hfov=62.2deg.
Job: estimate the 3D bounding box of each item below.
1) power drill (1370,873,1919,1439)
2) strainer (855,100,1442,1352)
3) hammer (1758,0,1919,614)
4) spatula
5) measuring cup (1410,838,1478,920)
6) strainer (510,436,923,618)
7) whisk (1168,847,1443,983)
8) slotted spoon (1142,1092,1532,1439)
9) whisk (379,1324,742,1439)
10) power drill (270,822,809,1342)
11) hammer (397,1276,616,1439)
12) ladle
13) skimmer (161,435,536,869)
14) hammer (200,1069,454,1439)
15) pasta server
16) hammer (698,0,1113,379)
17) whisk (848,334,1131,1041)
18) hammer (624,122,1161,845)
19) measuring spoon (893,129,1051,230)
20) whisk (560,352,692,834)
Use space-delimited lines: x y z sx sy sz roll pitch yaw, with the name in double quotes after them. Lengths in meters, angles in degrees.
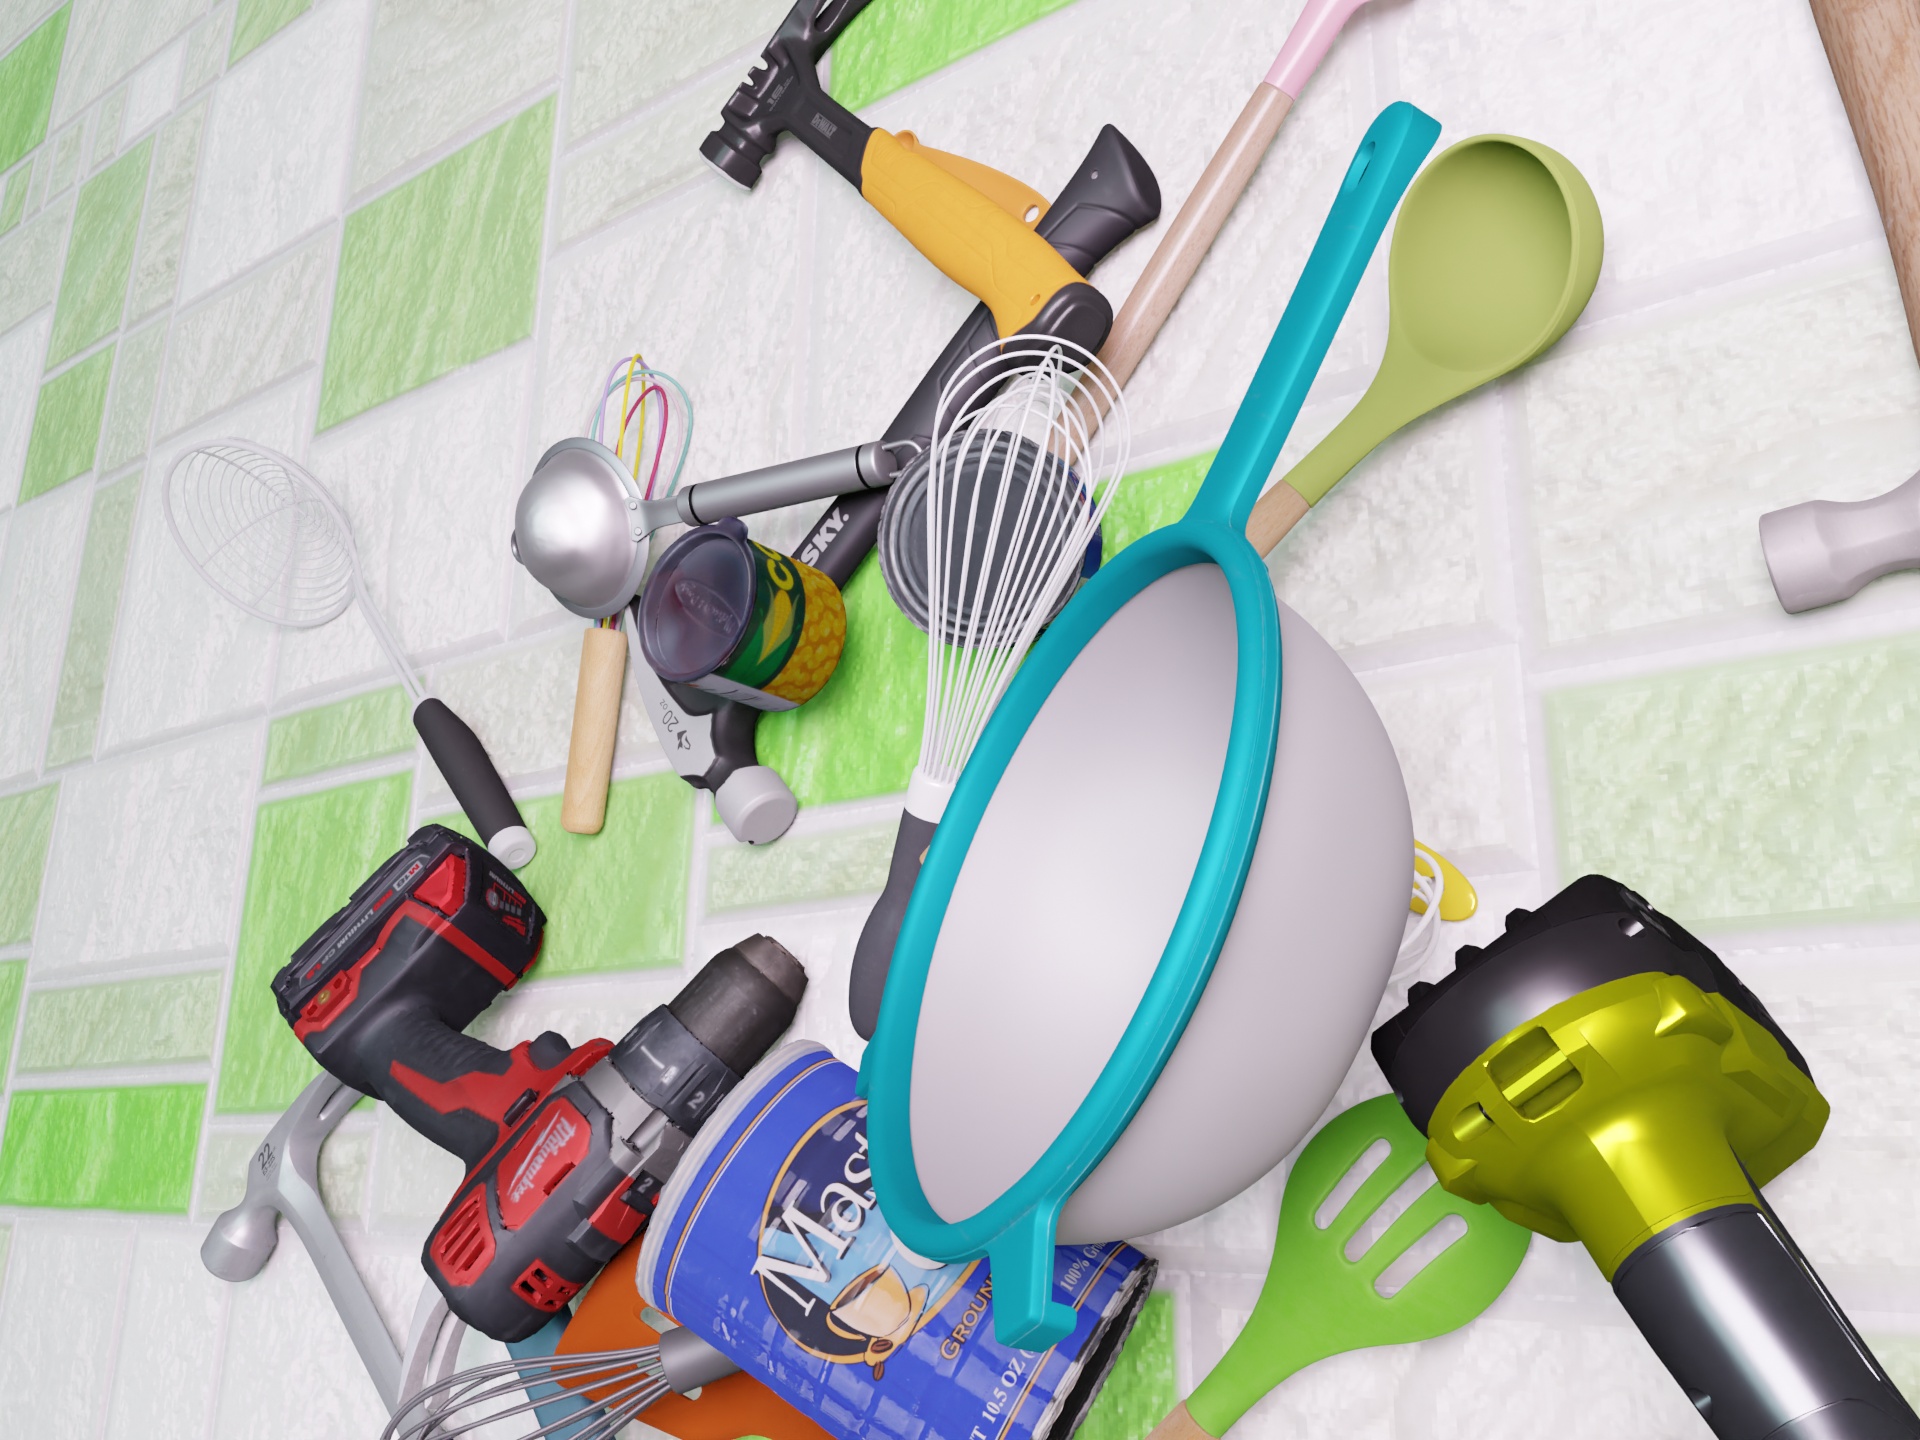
0.201 0.159 0.355 0.080 0.190 0.229 -43 40 20 "power drill"
0.086 -0.001 0.449 0.340 0.095 0.211 -65 15 -1 "strainer"
0.284 -0.201 0.480 0.130 0.031 0.331 -16 67 34 "hammer"
-0.022 0.282 0.565 0.323 0.041 0.081 20 67 38 "spatula"
0.107 0.026 0.550 0.157 0.029 0.062 32 97 39 "measuring cup"
-0.126 -0.097 0.716 0.258 0.050 0.087 -7 97 30 "strainer"
0.057 0.094 0.554 0.246 0.057 0.059 -27 24 36 "whisk"
0.061 0.239 0.499 0.314 0.031 0.070 -51 57 7 "slotted spoon"
-0.105 0.241 0.590 0.239 0.055 0.055 -22 60 1 "whisk"
-0.185 0.132 0.699 0.188 0.080 0.227 -47 47 -12 "power drill"
-0.128 0.333 0.625 0.128 0.033 0.331 -35 59 1 "hammer"
0.092 -0.064 0.547 0.320 0.062 0.078 -46 50 8 "ladle"
-0.349 -0.034 0.889 0.364 0.090 0.127 47 139 35 "skimmer"
-0.246 0.325 0.731 0.406 0.035 0.144 39 102 39 "hammer"
0.113 -0.219 0.626 0.060 0.040 0.316 43 108 38 "pasta server"
-0.022 -0.243 0.700 0.127 0.034 0.337 -51 43 15 "hammer"
0.000 -0.002 0.594 0.070 0.070 0.284 31 114 40 "whisk"
-0.031 -0.114 0.699 0.334 0.035 0.146 -51 53 14 "hammer"
0.005 -0.246 0.730 0.117 0.011 0.021 38 101 35 "measuring spoon"
-0.172 -0.065 0.797 0.047 0.051 0.245 -7 75 59 "whisk"
